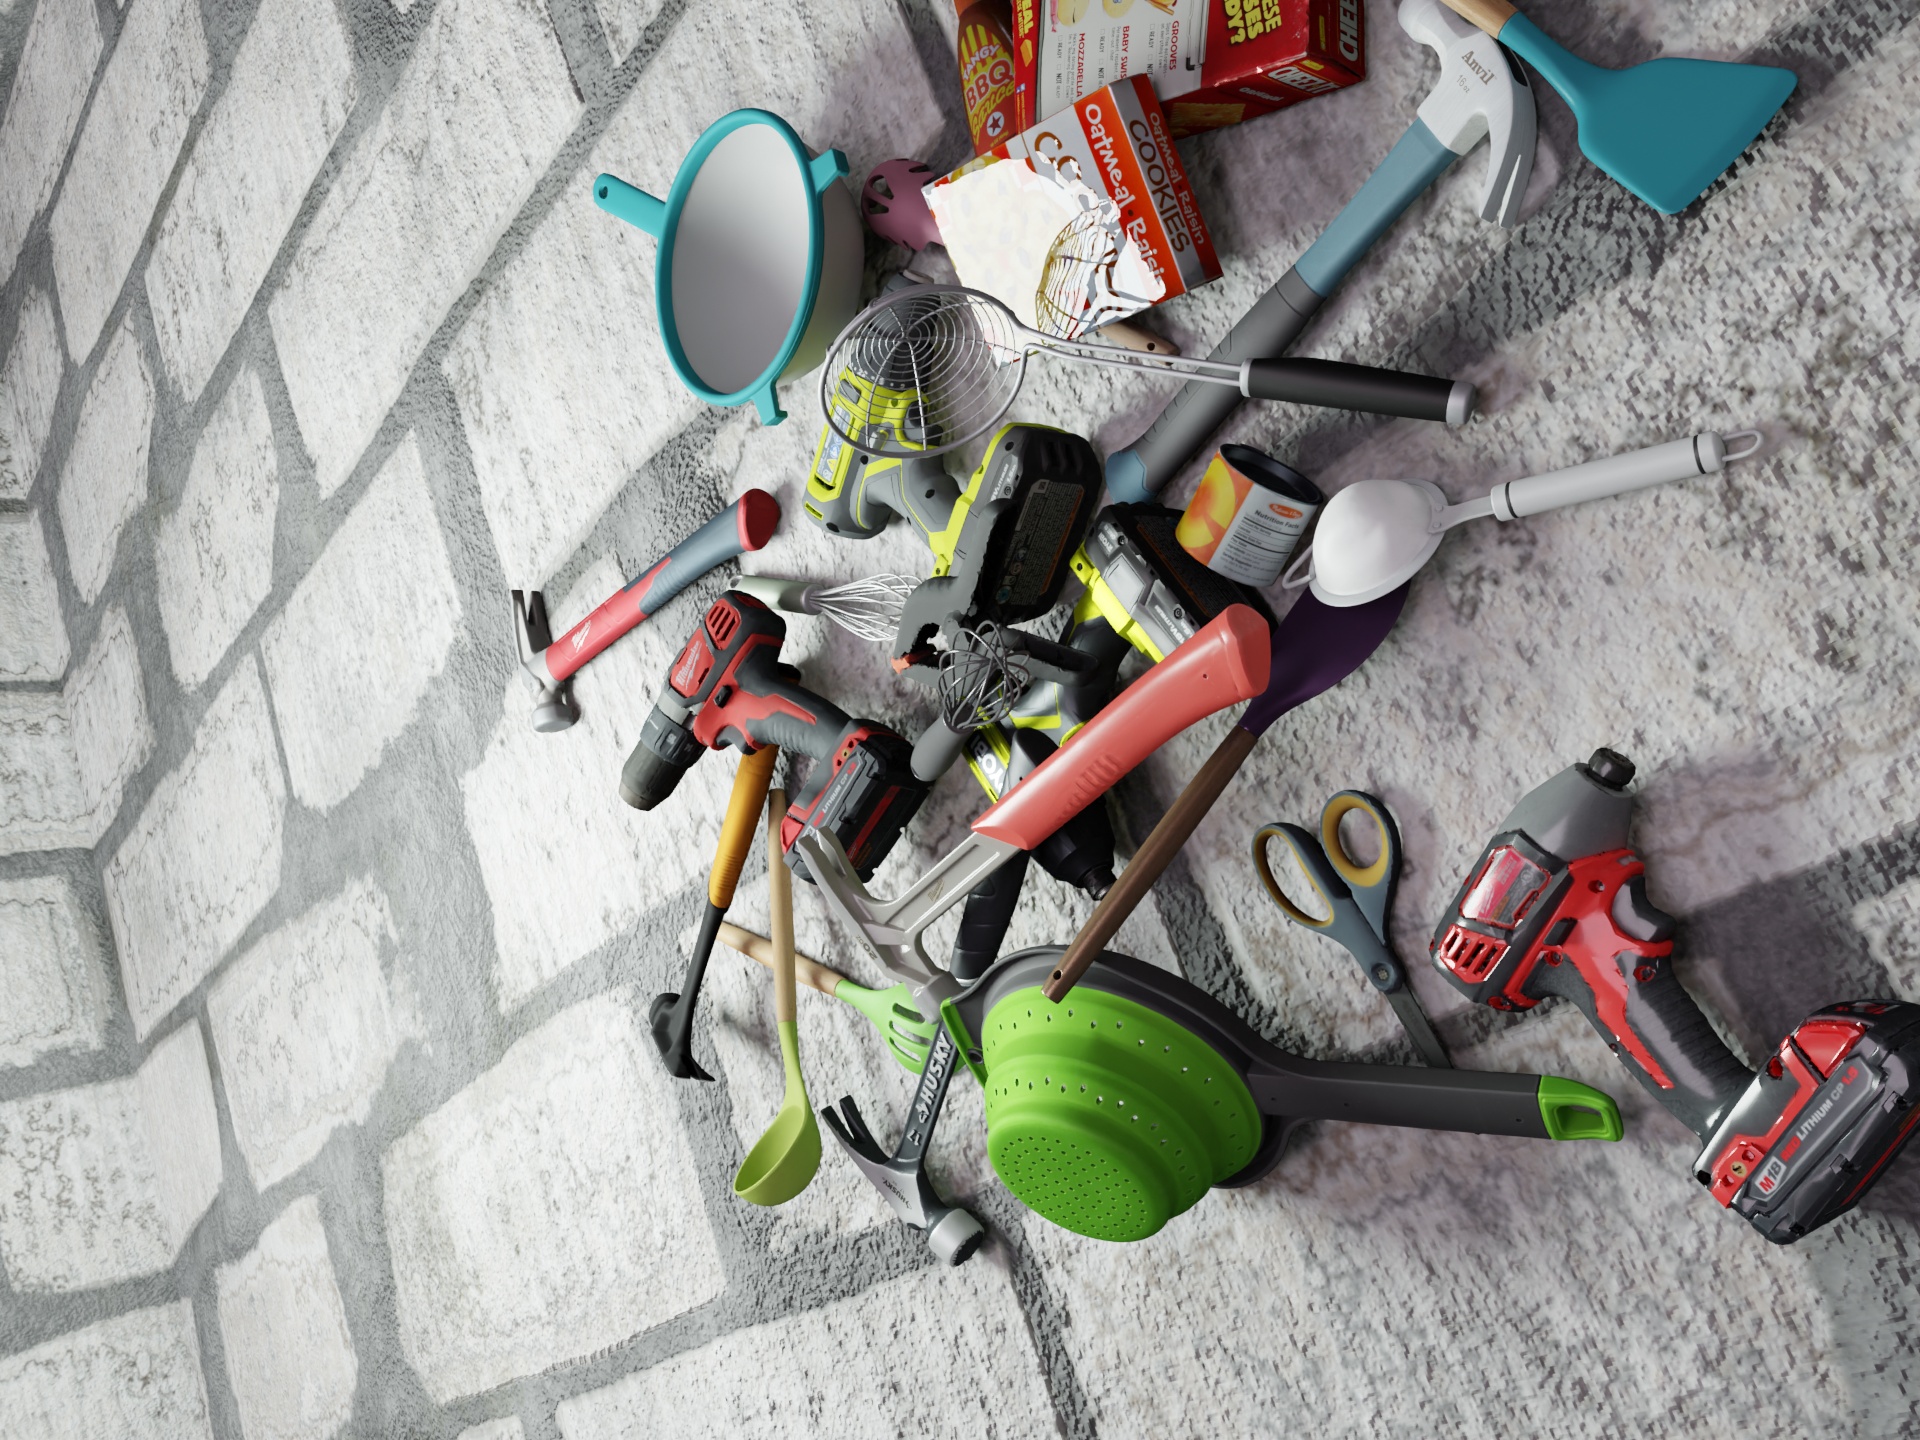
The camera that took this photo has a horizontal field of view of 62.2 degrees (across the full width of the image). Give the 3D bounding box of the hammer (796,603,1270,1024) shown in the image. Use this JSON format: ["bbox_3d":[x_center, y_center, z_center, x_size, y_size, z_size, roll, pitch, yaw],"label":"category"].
[{"bbox_3d":[0.042,0.041,0.930,0.149,0.036,0.359,53,128,9],"label":"hammer"}]

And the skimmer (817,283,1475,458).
[{"bbox_3d":[0.095,-0.180,0.896,0.363,0.127,0.090,13,61,23],"label":"skimmer"}]

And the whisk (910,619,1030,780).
[{"bbox_3d":[-0.003,-0.003,0.982,0.239,0.055,0.055,123,131,-68],"label":"whisk"}]

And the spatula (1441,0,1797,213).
[{"bbox_3d":[0.252,-0.365,0.785,0.318,0.044,0.082,44,99,15],"label":"spatula"}]

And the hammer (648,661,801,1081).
[{"bbox_3d":[-0.184,0.116,1.265,0.127,0.034,0.337,36,111,64],"label":"hammer"}]

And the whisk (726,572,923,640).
[{"bbox_3d":[-0.105,-0.091,1.207,0.246,0.059,0.058,12,64,48],"label":"whisk"}]

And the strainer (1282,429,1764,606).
[{"bbox_3d":[0.271,-0.113,0.815,0.258,0.050,0.087,-11,48,37],"label":"strainer"}]

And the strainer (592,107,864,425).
[{"bbox_3d":[-0.172,-0.365,1.226,0.341,0.095,0.211,38,119,42],"label":"strainer"}]

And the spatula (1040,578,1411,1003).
[{"bbox_3d":[0.145,0.028,0.878,0.060,0.018,0.316,37,89,40],"label":"spatula"}]

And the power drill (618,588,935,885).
[{"bbox_3d":[-0.149,0.032,1.181,0.227,0.080,0.188,39,101,28],"label":"power drill"}]

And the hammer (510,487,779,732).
[{"bbox_3d":[-0.285,-0.120,1.390,0.386,0.038,0.143,-28,71,43],"label":"hammer"}]

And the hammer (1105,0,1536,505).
[{"bbox_3d":[0.190,-0.241,0.905,0.331,0.033,0.128,-48,58,36],"label":"hammer"}]

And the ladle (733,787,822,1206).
[{"bbox_3d":[-0.145,0.204,1.215,0.078,0.062,0.320,-32,57,51],"label":"ladle"}]

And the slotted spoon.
[{"bbox_3d":[-0.108,0.203,1.235,0.314,0.031,0.070,15,104,45],"label":"slotted spoon"}]

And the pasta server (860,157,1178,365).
[{"bbox_3d":[0.032,-0.307,1.069,0.316,0.040,0.060,39,118,33],"label":"pasta server"}]

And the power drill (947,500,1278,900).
[{"bbox_3d":[0.090,-0.009,0.990,0.171,0.080,0.223,57,132,28],"label":"power drill"}]

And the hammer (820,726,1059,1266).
[{"bbox_3d":[-0.001,0.181,1.063,0.149,0.036,0.408,35,125,30],"label":"hammer"}]

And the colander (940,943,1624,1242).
[{"bbox_3d":[0.148,0.228,0.874,0.397,0.094,0.204,-4,127,35],"label":"colander"}]

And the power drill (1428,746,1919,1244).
[{"bbox_3d":[0.337,0.120,0.746,0.220,0.078,0.143,44,121,38],"label":"power drill"}]

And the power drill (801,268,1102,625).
[{"bbox_3d":[-0.012,-0.184,1.083,0.229,0.080,0.190,41,121,39],"label":"power drill"}]
